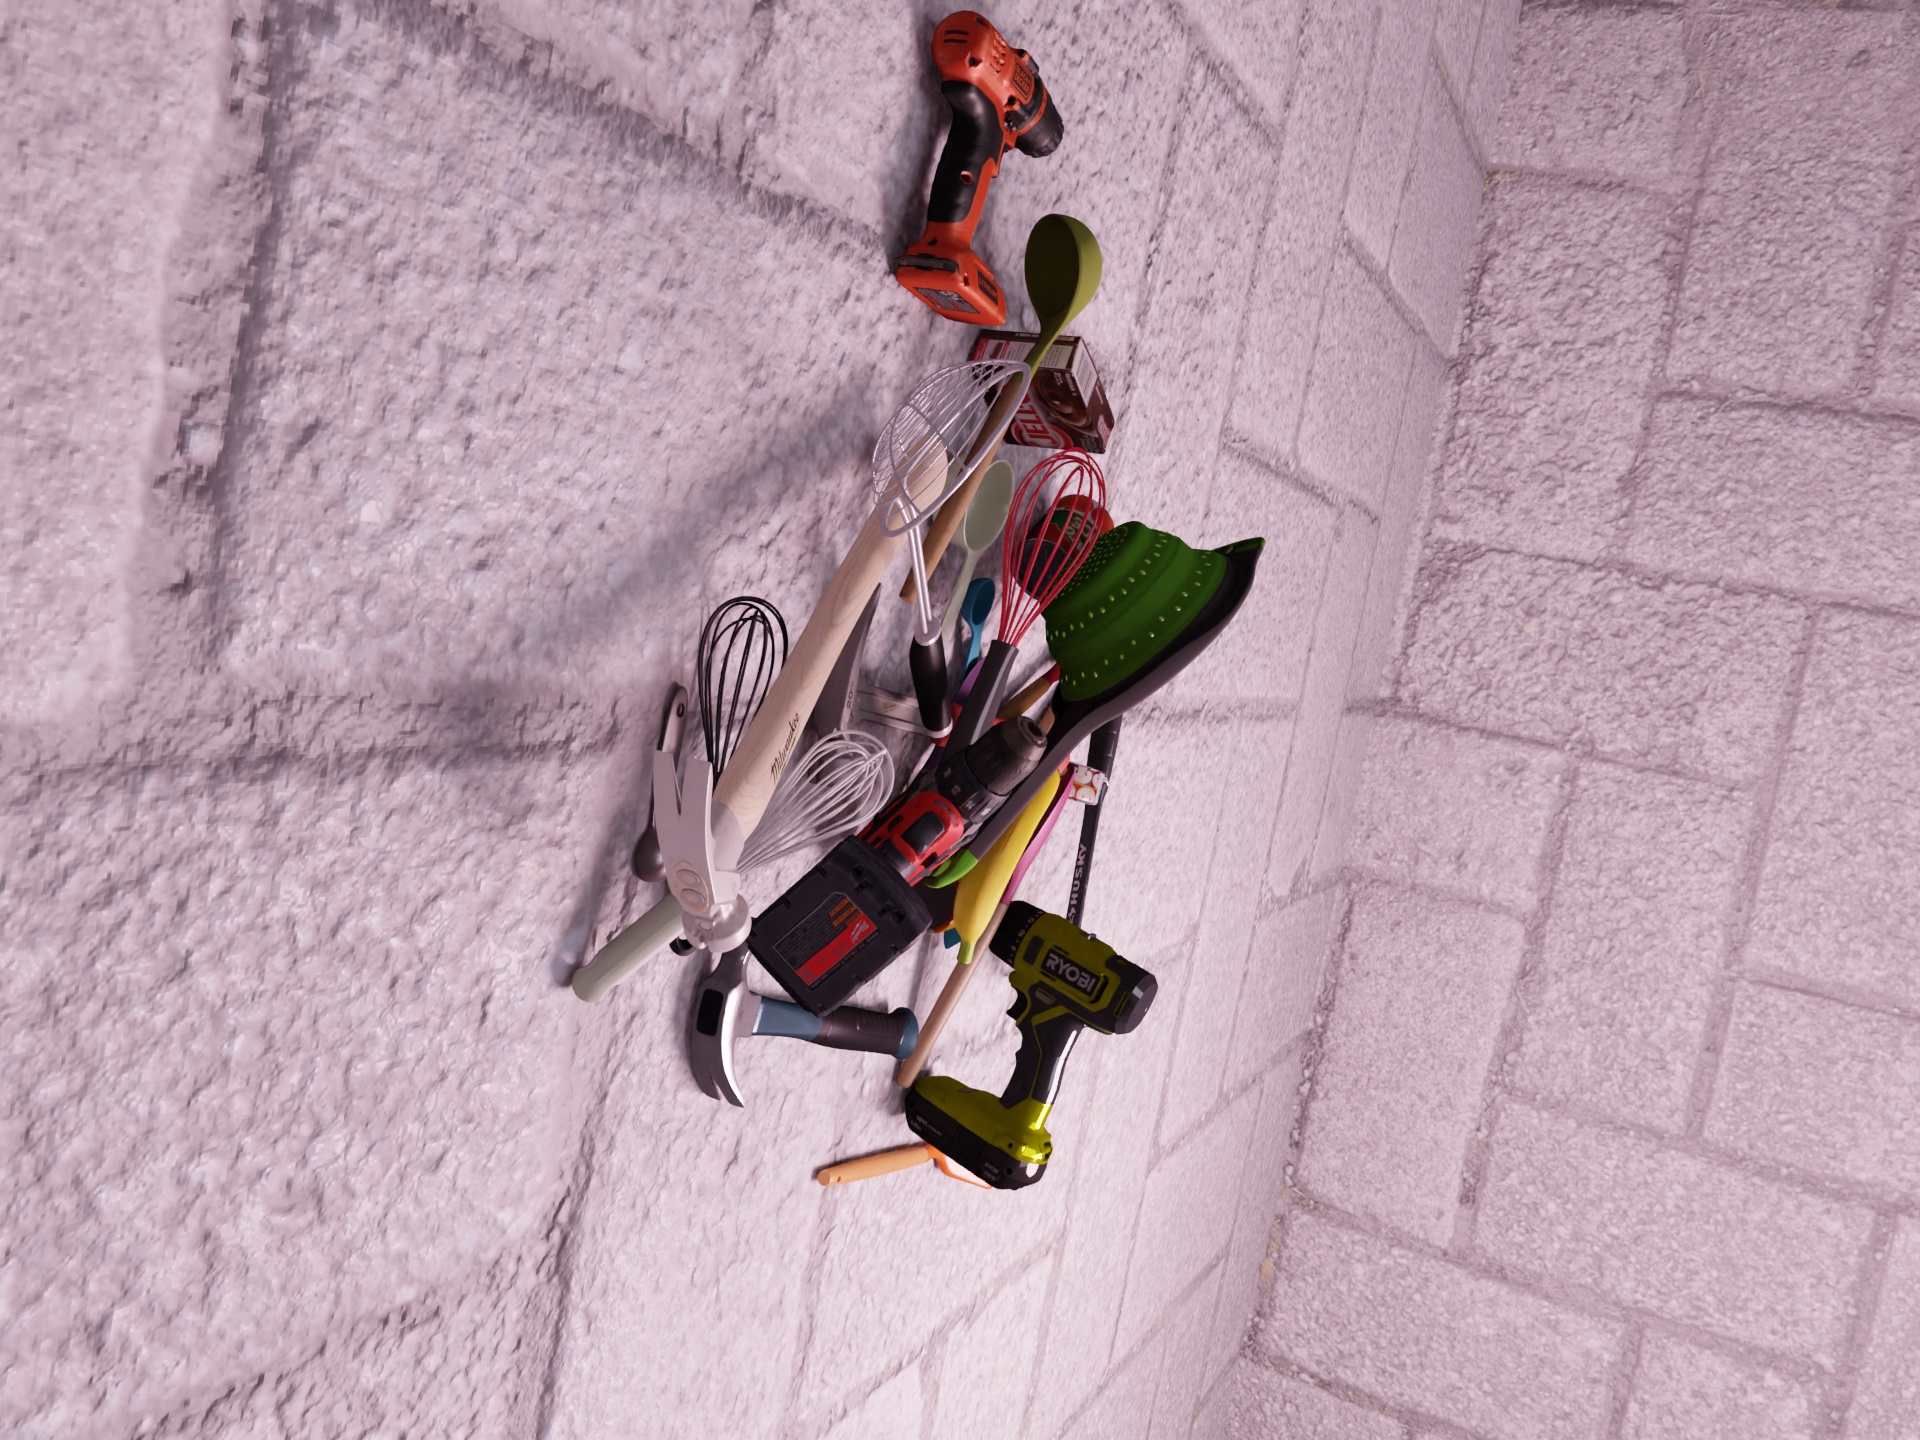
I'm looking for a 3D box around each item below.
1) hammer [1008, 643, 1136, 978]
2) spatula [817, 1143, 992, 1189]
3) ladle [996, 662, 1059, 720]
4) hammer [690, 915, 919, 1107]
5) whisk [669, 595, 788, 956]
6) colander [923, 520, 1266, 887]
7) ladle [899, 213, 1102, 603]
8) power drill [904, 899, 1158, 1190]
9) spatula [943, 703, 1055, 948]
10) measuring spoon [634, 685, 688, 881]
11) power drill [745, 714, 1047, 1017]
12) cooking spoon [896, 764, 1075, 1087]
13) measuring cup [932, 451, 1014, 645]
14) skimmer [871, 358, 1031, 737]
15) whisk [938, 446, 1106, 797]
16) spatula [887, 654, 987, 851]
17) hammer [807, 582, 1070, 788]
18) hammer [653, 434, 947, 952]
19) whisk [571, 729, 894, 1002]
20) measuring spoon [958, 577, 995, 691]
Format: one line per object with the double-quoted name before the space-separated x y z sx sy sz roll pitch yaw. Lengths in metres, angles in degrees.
"hammer" 0.130 0.089 1.578 0.036 0.149 0.409 20 72 -27
"spatula" -0.037 0.395 1.429 0.322 0.041 0.081 19 86 -64
"ladle" 0.063 -0.024 1.456 0.315 0.031 0.069 -40 138 -51
"hammer" -0.107 0.229 1.207 0.330 0.033 0.128 33 71 -64
"whisk" -0.154 0.037 1.001 0.055 0.055 0.239 -9 114 -64
"colander" 0.081 -0.038 1.270 0.094 0.204 0.397 47 70 -14
"ladle" 0.021 -0.232 1.169 0.062 0.078 0.320 33 76 -25
"power drill" 0.045 0.277 1.412 0.228 0.191 0.080 -64 156 5
"spatula" 0.053 0.072 1.455 0.082 0.044 0.318 -43 -170 47
"measuring spoon" -0.177 0.041 0.981 0.034 0.018 0.124 0 101 -65
"power drill" -0.035 0.089 1.102 0.188 0.080 0.227 -42 -178 28
"cooking spoon" 0.024 0.180 1.382 0.319 0.017 0.069 -61 -176 4
"measuring cup" -0.007 -0.131 1.251 0.083 0.038 0.167 -8 120 -63
"skimmer" 0.000 -0.087 1.033 0.363 0.090 0.127 84 27 -56
"whisk" 0.041 -0.076 1.235 0.073 0.073 0.296 34 76 -64
"spatula" -0.038 0.061 1.282 0.316 0.018 0.059 -58 150 -32
"hammer" -0.002 -0.004 1.270 0.358 0.037 0.149 16 85 -60
"hammer" -0.084 -0.058 0.984 0.146 0.038 0.411 89 18 -45
"whisk" -0.137 0.090 0.982 0.246 0.058 0.059 -39 98 -21
"measuring spoon" 0.003 -0.061 1.327 0.042 0.021 0.128 -33 140 -56
